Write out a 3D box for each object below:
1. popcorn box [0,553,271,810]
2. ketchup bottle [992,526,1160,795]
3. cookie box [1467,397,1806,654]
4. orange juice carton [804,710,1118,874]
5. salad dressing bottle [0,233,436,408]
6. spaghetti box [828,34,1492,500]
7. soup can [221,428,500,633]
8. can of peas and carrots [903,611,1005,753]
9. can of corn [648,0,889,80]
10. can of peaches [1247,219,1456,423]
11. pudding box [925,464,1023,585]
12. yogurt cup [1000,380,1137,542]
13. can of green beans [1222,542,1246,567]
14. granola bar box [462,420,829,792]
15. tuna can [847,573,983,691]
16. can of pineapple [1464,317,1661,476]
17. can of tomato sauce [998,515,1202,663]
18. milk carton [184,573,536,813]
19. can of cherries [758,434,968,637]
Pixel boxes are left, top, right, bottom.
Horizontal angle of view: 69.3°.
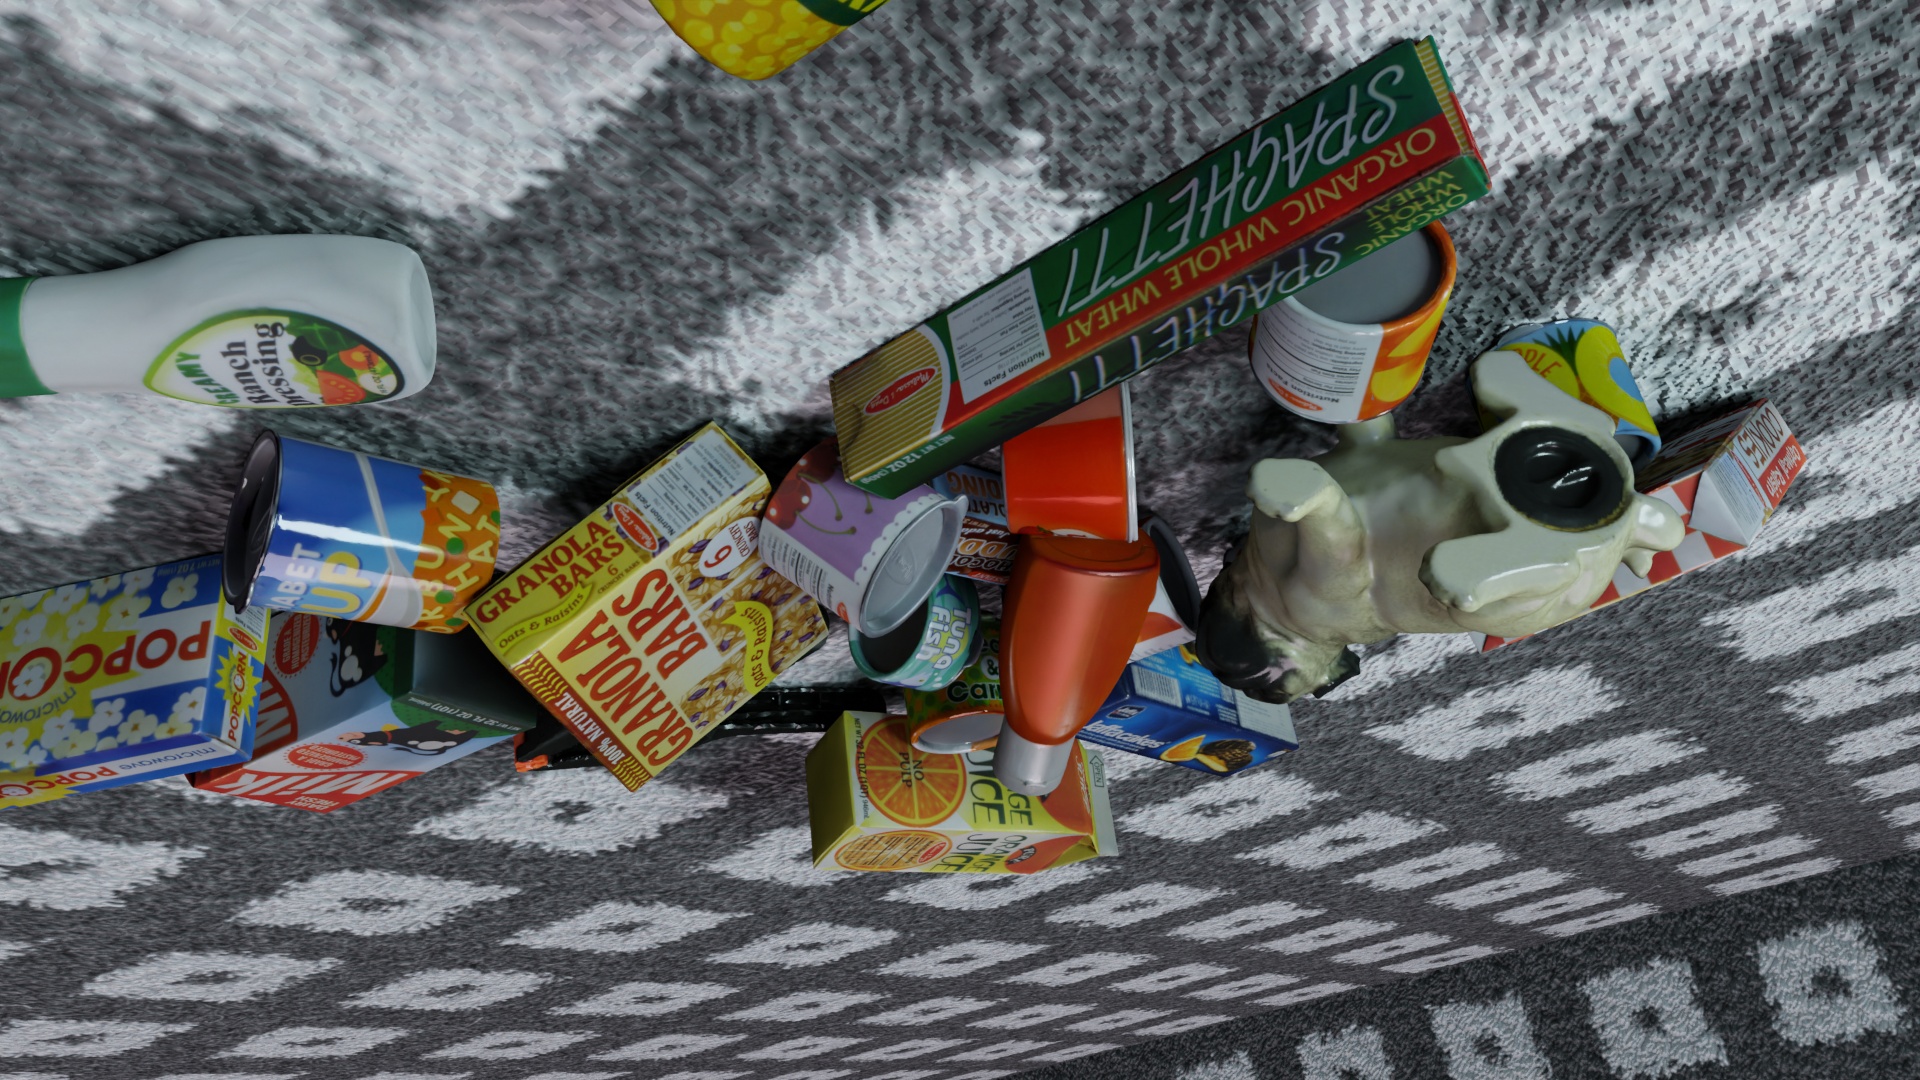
[{"bbox_3d":[-0.365,0.061,0.593,0.127,0.085,0.038,-11,151,4],"label":"popcorn box"},{"bbox_3d":[0.046,0.058,0.656,0.065,0.044,0.148,5,126,-11],"label":"ketchup bottle"},{"bbox_3d":[0.315,-0.010,0.654,0.122,0.040,0.168,-33,173,40],"label":"cookie box"},{"bbox_3d":[0.009,0.155,0.839,0.193,0.072,0.072,7,146,-25],"label":"orange juice carton"},{"bbox_3d":[-0.245,-0.066,0.435,0.148,0.044,0.064,-5,153,-9],"label":"salad dressing bottle"},{"bbox_3d":[0.058,-0.087,0.489,0.249,0.050,0.028,-26,150,28],"label":"spaghetti box"},{"bbox_3d":[-0.232,0.001,0.538,0.084,0.071,0.071,14,144,-38],"label":"soup can"},{"bbox_3d":[0.002,0.081,0.784,0.071,0.059,0.070,-8,153,-4],"label":"can of peas and carrots"},{"bbox_3d":[-0.040,-0.146,0.318,0.058,0.071,0.071,-24,150,26],"label":"can of corn"},{"bbox_3d":[0.141,-0.087,0.502,0.071,0.071,0.057,-10,152,1],"label":"can of peaches"},{"bbox_3d":[0.002,-0.008,0.643,0.084,0.030,0.049,15,144,-38],"label":"pudding box"},{"bbox_3d":[0.045,-0.032,0.577,0.054,0.072,0.072,-3,153,5],"label":"yogurt cup"},{"bbox_3d":[0.178,0.024,0.724,0.057,0.071,0.071,-25,149,27],"label":"can of green beans"},{"bbox_3d":[-0.129,0.035,0.612,0.124,0.039,0.164,-40,157,-15],"label":"granola bar box"},{"bbox_3d":[-0.022,0.041,0.685,0.033,0.071,0.071,17,142,-41],"label":"tuna can"},{"bbox_3d":[0.261,-0.055,0.607,0.071,0.058,0.070,-7,153,-4],"label":"can of pineapple"},{"bbox_3d":[0.072,0.030,0.704,0.083,0.071,0.071,-23,150,23],"label":"can of tomato sauce"},{"bbox_3d":[-0.295,0.076,0.659,0.190,0.074,0.072,-23,150,25],"label":"milk carton"},{"bbox_3d":[-0.040,-0.004,0.579,0.072,0.058,0.071,-47,157,-26],"label":"can of cherries"}]
